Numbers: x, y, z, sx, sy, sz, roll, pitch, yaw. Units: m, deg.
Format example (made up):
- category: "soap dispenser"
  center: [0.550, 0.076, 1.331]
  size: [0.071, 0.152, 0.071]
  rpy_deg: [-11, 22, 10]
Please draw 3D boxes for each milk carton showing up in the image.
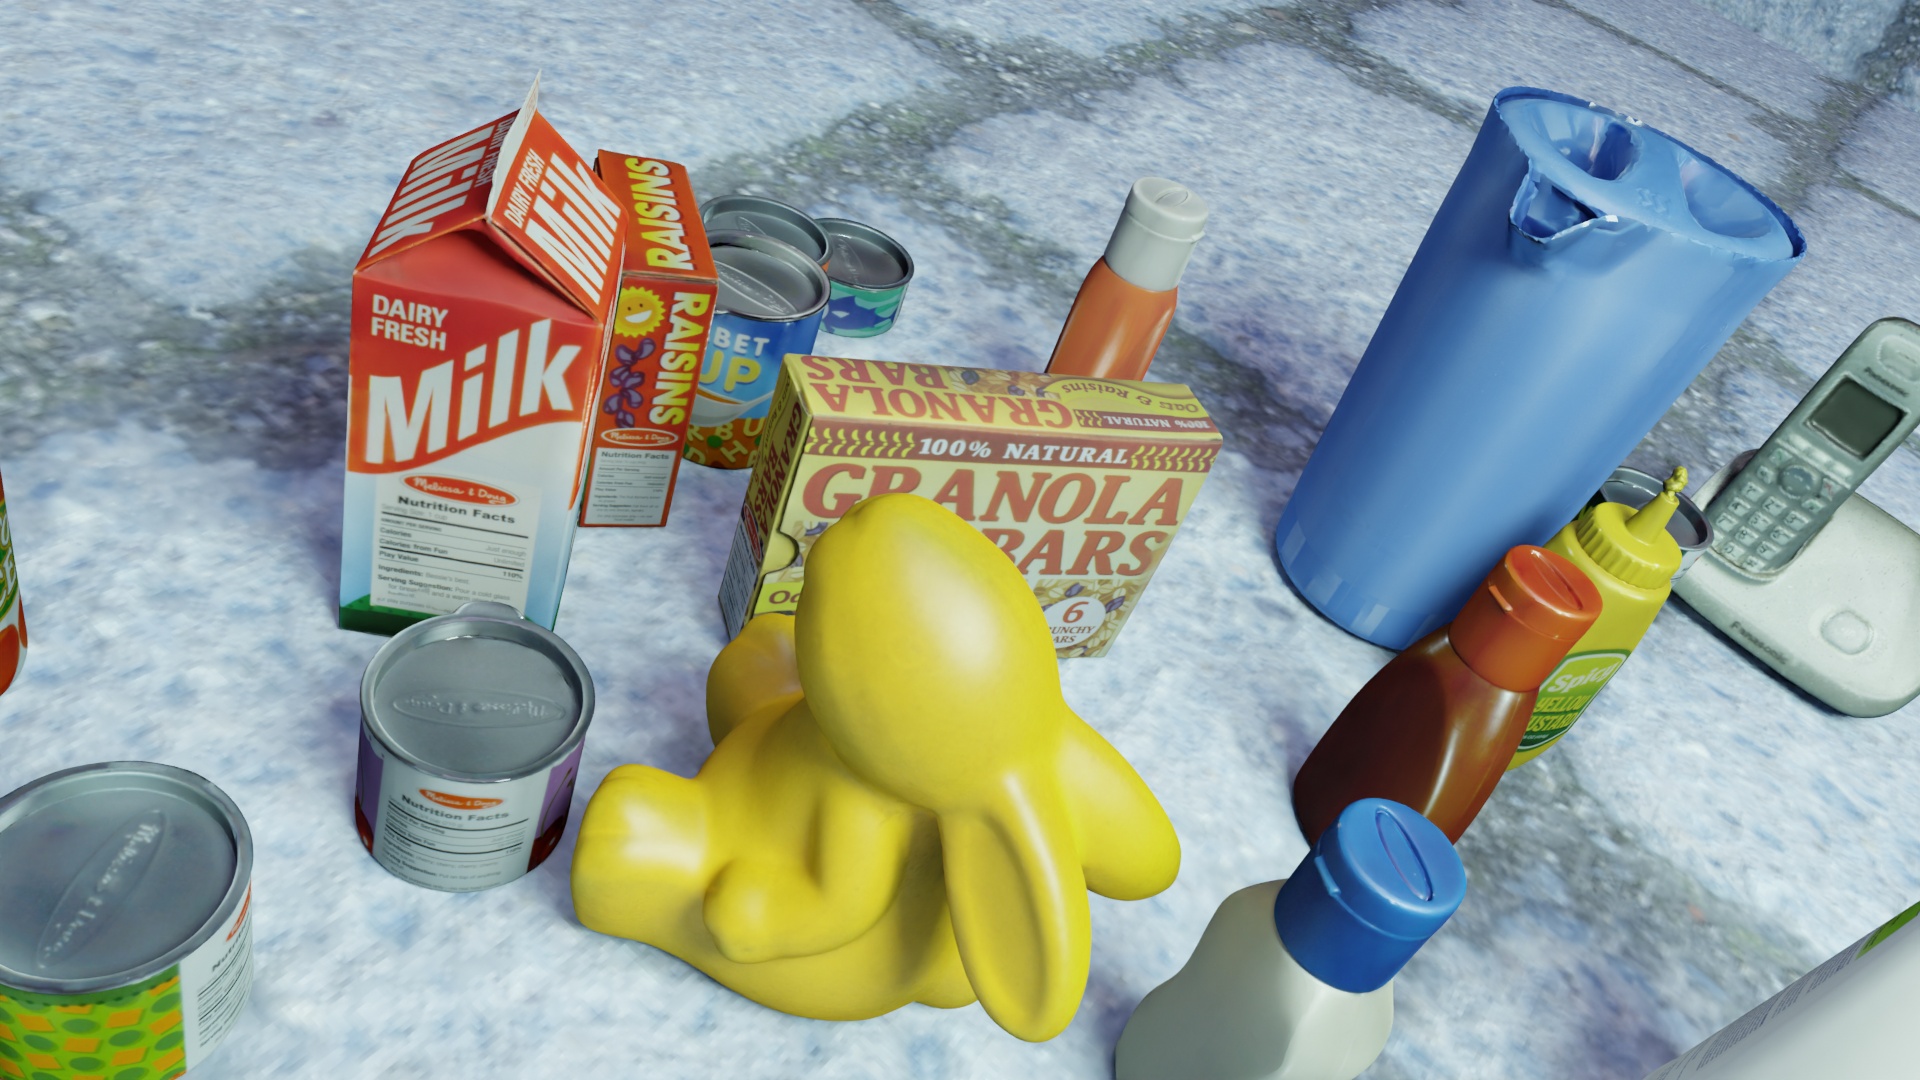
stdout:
- category: "milk carton"
  center: [-0.157, -0.054, 0.460]
  size: [0.073, 0.189, 0.073]
  rpy_deg: [11, 40, -14]

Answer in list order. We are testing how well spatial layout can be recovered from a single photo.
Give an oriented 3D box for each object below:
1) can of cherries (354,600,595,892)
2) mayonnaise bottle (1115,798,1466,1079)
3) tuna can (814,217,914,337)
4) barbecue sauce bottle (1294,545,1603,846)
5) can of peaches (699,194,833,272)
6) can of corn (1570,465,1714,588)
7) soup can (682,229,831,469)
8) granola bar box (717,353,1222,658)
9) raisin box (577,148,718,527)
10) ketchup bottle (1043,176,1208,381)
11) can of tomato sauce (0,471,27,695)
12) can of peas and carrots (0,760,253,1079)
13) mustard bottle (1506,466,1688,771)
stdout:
- category: "can of cherries"
  center: [-0.151, 0.064, 0.431]
  size: [0.071, 0.058, 0.072]
  rpy_deg: [13, 39, -11]
- category: "mayonnaise bottle"
  center: [0.090, 0.132, 0.396]
  size: [0.041, 0.147, 0.065]
  rpy_deg: [5, 42, -21]
- category: "tuna can"
  center: [-0.062, -0.138, 0.729]
  size: [0.071, 0.032, 0.071]
  rpy_deg: [13, 39, -11]
- category: "barbecue sauce bottle"
  center: [0.178, 0.066, 0.514]
  size: [0.044, 0.147, 0.065]
  rpy_deg: [2, 43, -24]
- category: "can of peaches"
  center: [-0.103, -0.126, 0.675]
  size: [0.071, 0.057, 0.071]
  rpy_deg: [13, 39, -11]
- category: "can of corn"
  center: [0.354, 0.001, 0.747]
  size: [0.071, 0.058, 0.071]
  rpy_deg: [13, 39, -11]
- category: "soup can"
  center: [-0.100, -0.082, 0.604]
  size: [0.071, 0.083, 0.072]
  rpy_deg: [13, 39, -11]
- category: "granola bar box"
  center: [0.002, -0.007, 0.534]
  size: [0.166, 0.123, 0.039]
  rpy_deg: [1, 43, -25]
- category: "raisin box"
  center: [-0.132, -0.078, 0.554]
  size: [0.040, 0.122, 0.086]
  rpy_deg: [2, 43, -24]
- category: "ketchup bottle"
  center: [0.071, -0.096, 0.652]
  size: [0.043, 0.148, 0.065]
  rpy_deg: [35, 40, 15]
- category: "can of tomato sauce"
  center: [-0.310, 0.008, 0.400]
  size: [0.071, 0.082, 0.071]
  rpy_deg: [13, 39, -11]
- category: "can of peas and carrots"
  center: [-0.220, 0.100, 0.356]
  size: [0.071, 0.058, 0.071]
  rpy_deg: [13, 39, -11]
- category: "mustard bottle"
  center: [0.252, 0.033, 0.579]
  size: [0.065, 0.159, 0.049]
  rpy_deg: [0, 44, -26]
